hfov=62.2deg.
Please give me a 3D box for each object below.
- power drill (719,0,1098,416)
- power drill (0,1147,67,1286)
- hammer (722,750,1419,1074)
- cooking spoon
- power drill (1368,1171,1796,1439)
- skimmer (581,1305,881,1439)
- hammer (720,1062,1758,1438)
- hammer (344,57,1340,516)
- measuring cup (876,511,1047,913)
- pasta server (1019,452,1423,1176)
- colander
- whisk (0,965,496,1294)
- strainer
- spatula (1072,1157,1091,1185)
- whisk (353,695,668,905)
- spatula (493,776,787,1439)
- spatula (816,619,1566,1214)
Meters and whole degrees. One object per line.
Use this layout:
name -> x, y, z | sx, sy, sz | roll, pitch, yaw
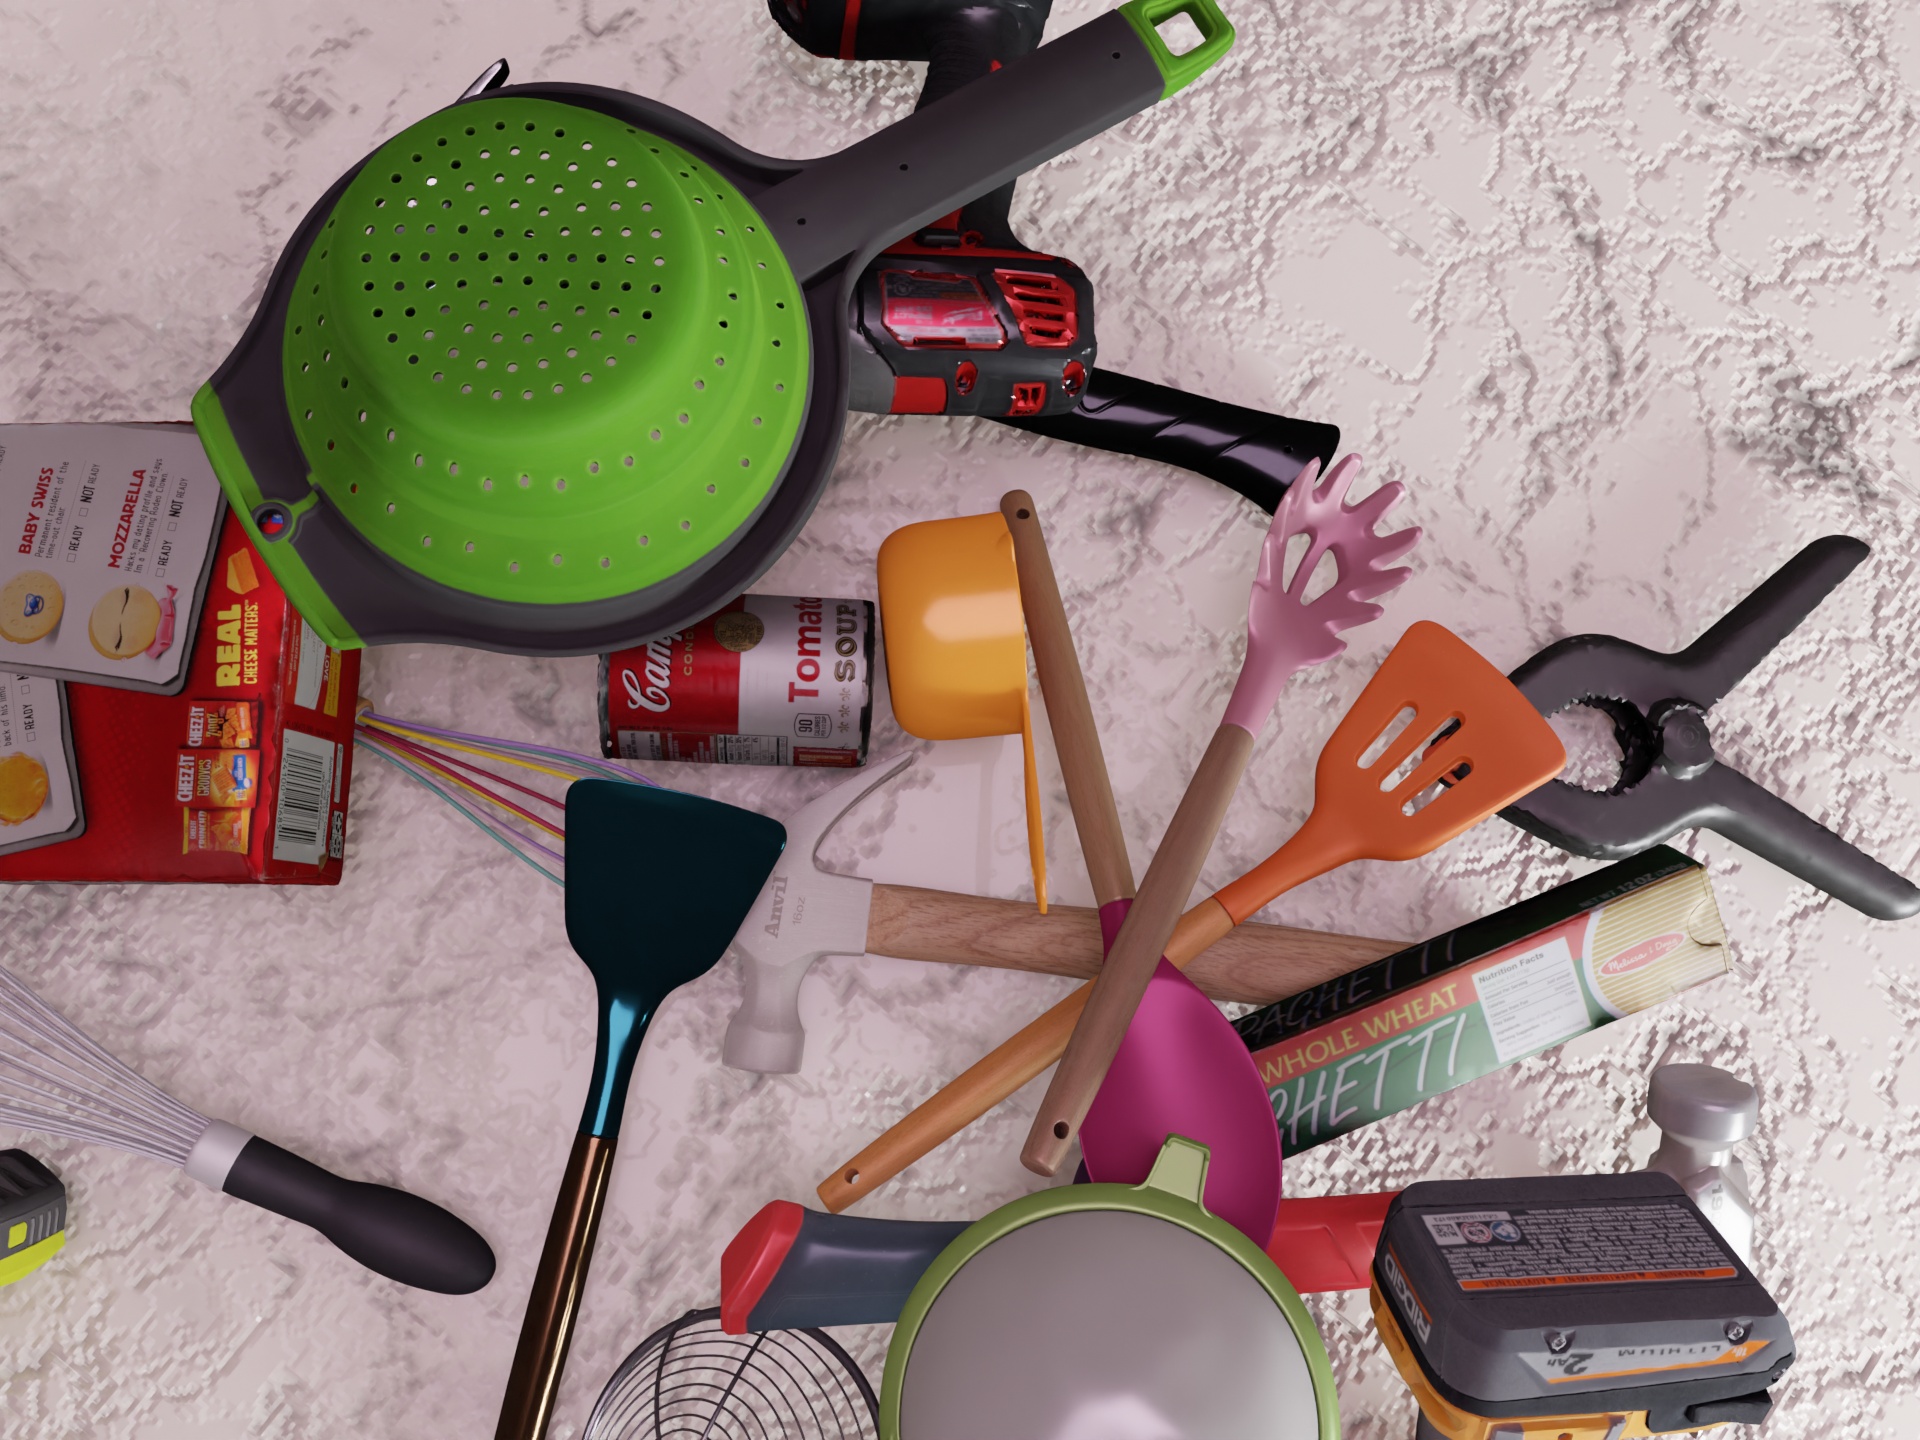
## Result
power drill -> -0.025, -0.225, 0.627 | 0.143, 0.078, 0.220 | -1, 78, -9
power drill -> -0.369, 0.273, 0.549 | 0.171, 0.080, 0.223 | -10, 86, -6
hammer -> 0.077, 0.090, 0.637 | 0.331, 0.031, 0.130 | 7, 81, -4
cooking spoon -> 0.054, 0.046, 0.602 | 0.068, 0.017, 0.319 | -11, 65, -3
power drill -> 0.218, 0.272, 0.560 | 0.185, 0.084, 0.226 | 0, 113, -8
skimmer -> 0.025, 0.346, 0.595 | 0.363, 0.090, 0.127 | 32, 77, -10
hammer -> 0.107, 0.209, 0.586 | 0.386, 0.038, 0.143 | -1, 102, -9
hammer -> -0.041, -0.159, 0.665 | 0.409, 0.036, 0.149 | 14, 79, -3
measuring cup -> -0.001, -0.002, 0.596 | 0.052, 0.095, 0.174 | -5, 53, -3
pasta server -> 0.096, 0.023, 0.588 | 0.060, 0.040, 0.316 | 33, 61, -5
colander -> -0.068, -0.170, 0.527 | 0.397, 0.094, 0.204 | -31, 85, -10
whisk -> -0.303, 0.146, 0.586 | 0.284, 0.070, 0.070 | 26, 80, -6
strainer -> -0.003, 0.246, 0.495 | 0.256, 0.069, 0.151 | -23, 81, 1
spatula -> 0.079, 0.313, 0.573 | 0.059, 0.018, 0.316 | -3, 65, -7
whisk -> -0.215, 0.013, 0.621 | 0.245, 0.047, 0.051 | 21, 81, 3
spatula -> -0.142, 0.181, 0.589 | 0.082, 0.044, 0.317 | 14, 85, -15
spatula -> 0.079, 0.083, 0.602 | 0.322, 0.041, 0.081 | -35, 64, -8
